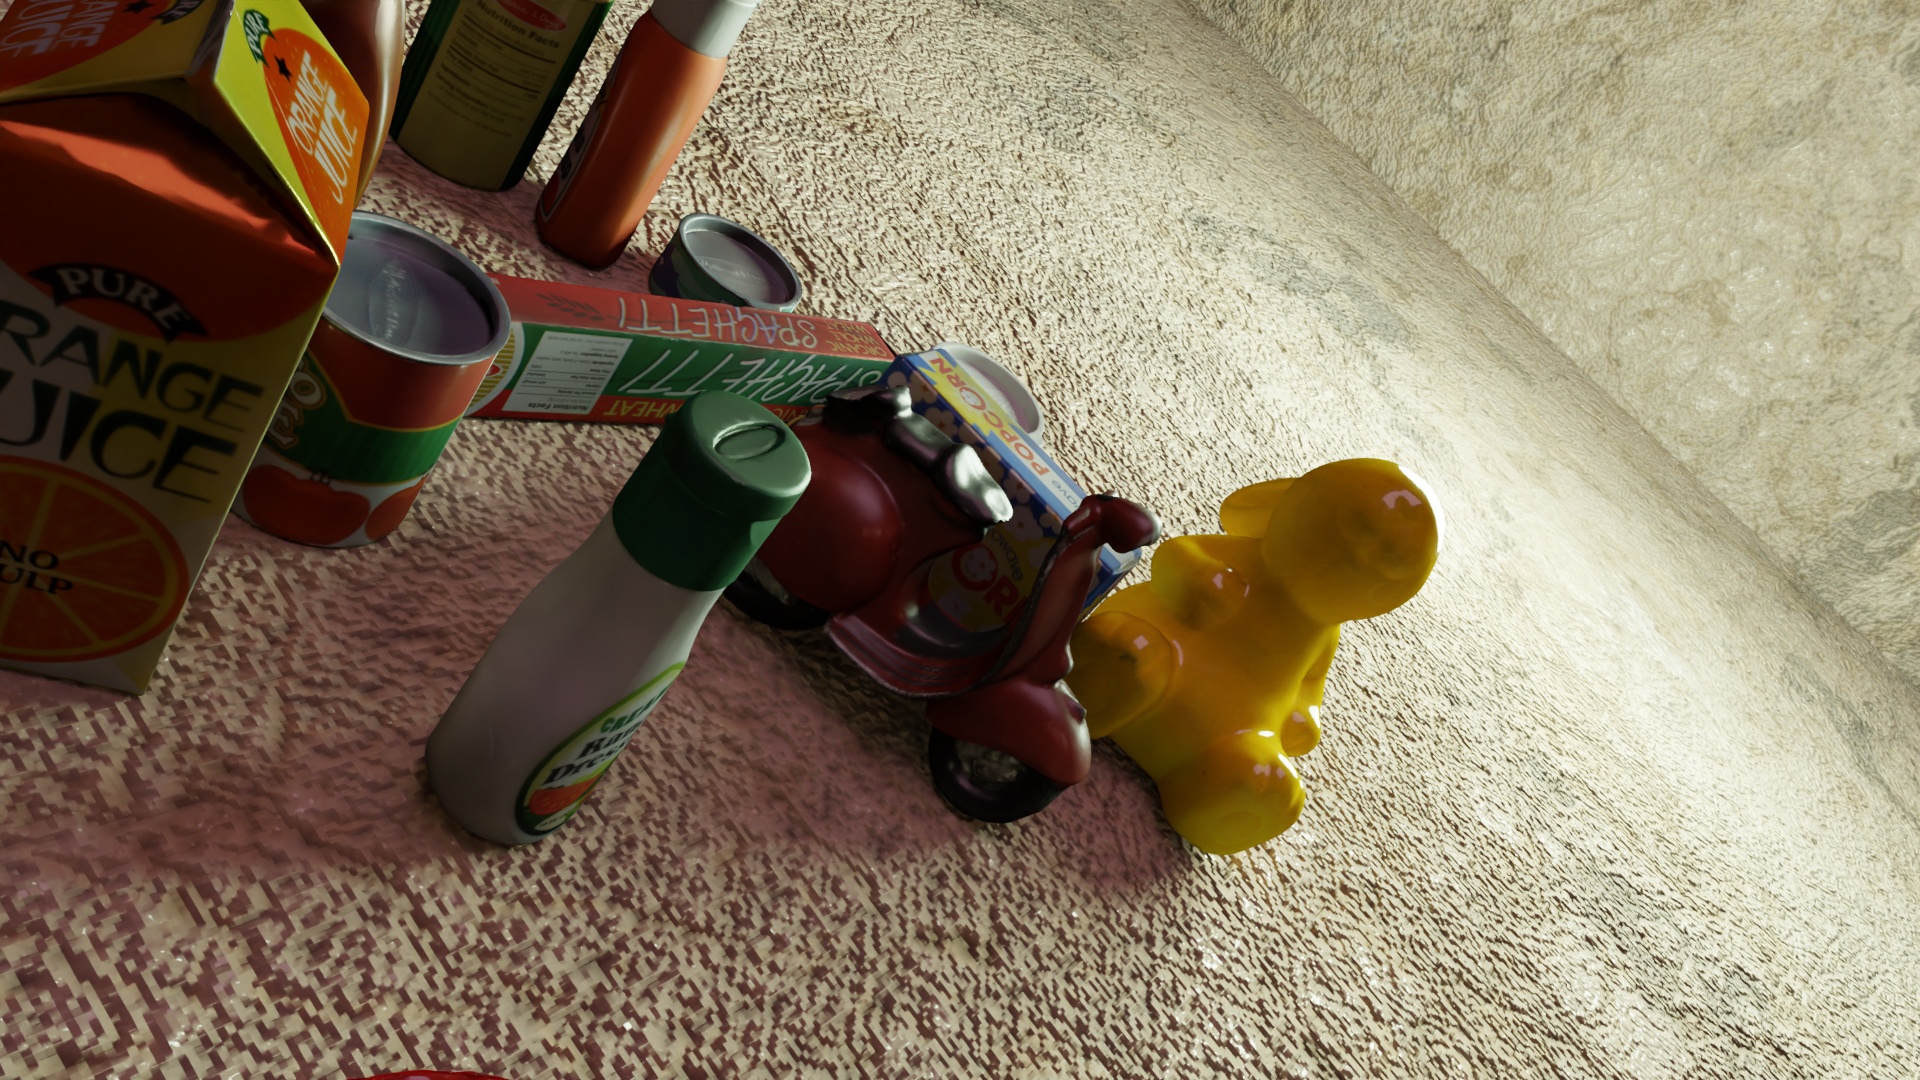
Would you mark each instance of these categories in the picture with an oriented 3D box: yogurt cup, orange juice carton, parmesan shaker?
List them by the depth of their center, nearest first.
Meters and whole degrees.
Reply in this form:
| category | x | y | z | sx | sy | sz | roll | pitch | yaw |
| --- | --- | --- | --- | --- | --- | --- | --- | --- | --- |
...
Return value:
| category | x | y | z | sx | sy | sz | roll | pitch | yaw |
| --- | --- | --- | --- | --- | --- | --- | --- | --- | --- |
| orange juice carton | -0.193 | -0.056 | 0.319 | 0.073 | 0.191 | 0.072 | 21 | 35 | -32 |
| parmesan shaker | -0.205 | -0.216 | 0.608 | 0.071 | 0.102 | 0.072 | 29 | 32 | -20 |
| yogurt cup | -0.001 | -0.055 | 0.675 | 0.072 | 0.053 | 0.073 | 29 | 32 | -20 |

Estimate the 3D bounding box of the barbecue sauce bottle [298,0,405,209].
| category | x | y | z | sx | sy | sz | roll | pitch | yaw |
| --- | --- | --- | --- | --- | --- | --- | --- | --- | --- |
| barbecue sauce bottle | -0.223 | -0.167 | 0.478 | 0.065 | 0.148 | 0.044 | 16 | 38 | -37 |

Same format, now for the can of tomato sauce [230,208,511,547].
| category | x | y | z | sx | sy | sz | roll | pitch | yaw |
| --- | --- | --- | --- | --- | --- | --- | --- | --- | --- |
| can of tomato sauce | -0.188 | -0.048 | 0.425 | 0.071 | 0.082 | 0.071 | 29 | 32 | -20 |

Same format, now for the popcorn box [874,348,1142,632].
| category | x | y | z | sx | sy | sz | roll | pitch | yaw |
| --- | --- | --- | --- | --- | --- | --- | --- | --- | --- |
| popcorn box | 0.002 | -0.007 | 0.584 | 0.127 | 0.085 | 0.038 | 47 | 30 | 10 |

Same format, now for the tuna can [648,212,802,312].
| category | x | y | z | sx | sy | sz | roll | pitch | yaw |
| --- | --- | --- | --- | --- | --- | --- | --- | --- | --- |
| tuna can | -0.110 | -0.120 | 0.658 | 0.071 | 0.032 | 0.071 | 29 | 32 | -20 |

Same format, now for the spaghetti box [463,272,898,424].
| category | x | y | z | sx | sy | sz | roll | pitch | yaw |
| --- | --- | --- | --- | --- | --- | --- | --- | --- | --- |
| spaghetti box | -0.125 | -0.072 | 0.561 | 0.251 | 0.050 | 0.029 | -3 | 51 | -50 |

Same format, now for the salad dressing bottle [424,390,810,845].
| category | x | y | z | sx | sy | sz | roll | pitch | yaw |
| --- | --- | --- | --- | --- | --- | --- | --- | --- | --- |
| salad dressing bottle | -0.093 | 0.023 | 0.373 | 0.044 | 0.147 | 0.064 | 45 | 30 | 8 |

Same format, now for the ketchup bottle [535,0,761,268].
| category | x | y | z | sx | sy | sz | roll | pitch | yaw |
| --- | --- | --- | --- | --- | --- | --- | --- | --- | --- |
| ketchup bottle | -0.136 | -0.193 | 0.610 | 0.043 | 0.148 | 0.065 | 26 | 33 | -25 |
